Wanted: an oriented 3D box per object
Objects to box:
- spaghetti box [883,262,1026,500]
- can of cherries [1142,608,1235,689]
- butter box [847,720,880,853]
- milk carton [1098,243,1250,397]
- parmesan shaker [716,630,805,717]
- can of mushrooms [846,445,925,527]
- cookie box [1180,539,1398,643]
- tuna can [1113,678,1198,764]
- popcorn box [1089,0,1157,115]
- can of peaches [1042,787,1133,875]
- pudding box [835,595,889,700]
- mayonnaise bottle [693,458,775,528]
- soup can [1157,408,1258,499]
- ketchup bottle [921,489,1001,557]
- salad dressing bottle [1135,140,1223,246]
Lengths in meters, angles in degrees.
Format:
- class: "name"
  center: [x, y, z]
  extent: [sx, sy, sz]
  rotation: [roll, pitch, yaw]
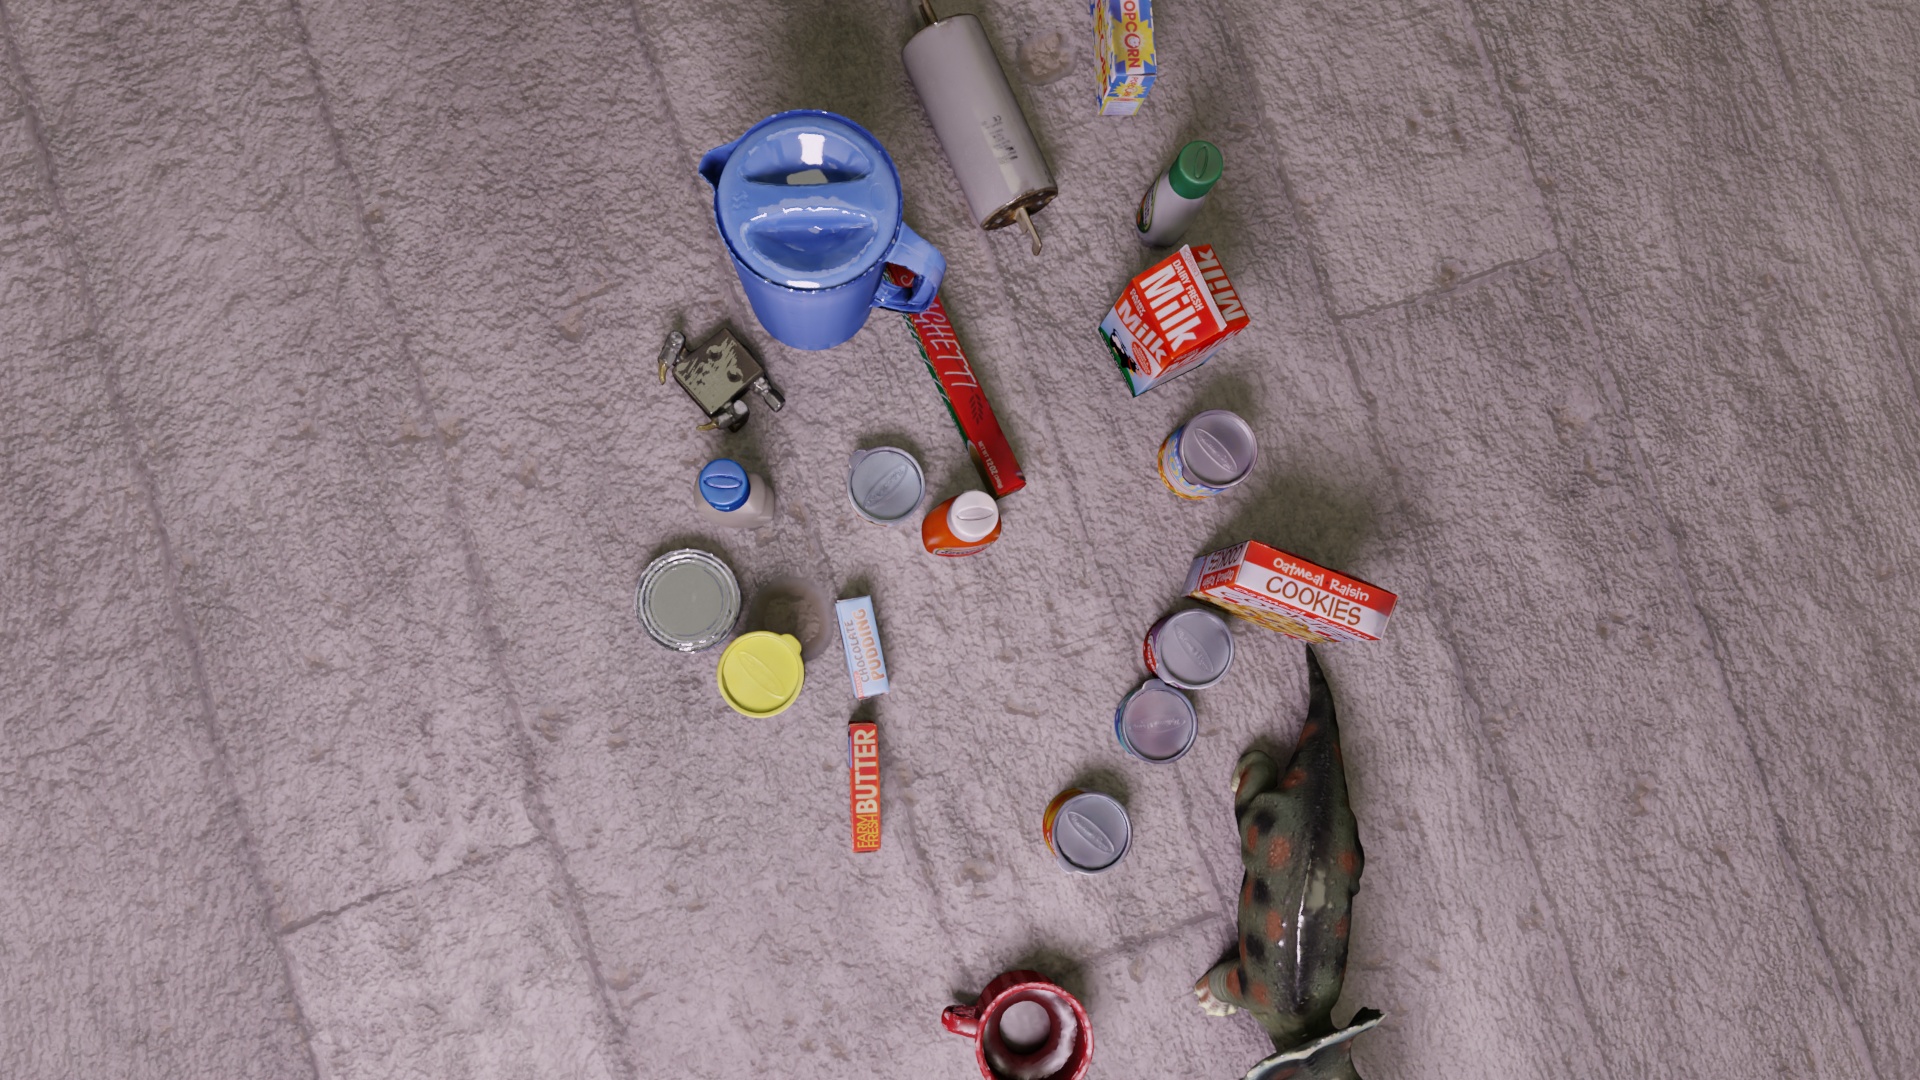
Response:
- class: "spaghetti box"
  center: [-0.012, -0.152, 1.180]
  extent: [0.029, 0.050, 0.250]
  rotation: [-25, 87, -7]
- class: "can of cherries"
  center: [0.188, 0.093, 1.167]
  extent: [0.071, 0.058, 0.071]
  rotation: [1, 84, -5]
- class: "butter box"
  center: [-0.079, 0.200, 1.133]
  extent: [0.024, 0.053, 0.103]
  rotation: [-2, 84, -5]
- class: "milk carton"
  center: [0.175, -0.181, 1.129]
  extent: [0.073, 0.190, 0.072]
  rotation: [-26, 87, -7]
- class: "parmesan shaker"
  center: [-0.155, 0.105, 1.111]
  extent: [0.071, 0.103, 0.071]
  rotation: [1, 84, -5]
- class: "can of mushrooms"
  center: [-0.065, -0.047, 1.172]
  extent: [0.071, 0.033, 0.071]
  rotation: [1, 84, -5]
- class: "cookie box"
  center: [0.261, 0.044, 1.124]
  extent: [0.123, 0.167, 0.040]
  rotation: [20, 83, -3]
- class: "tuna can"
  center: [0.164, 0.152, 1.171]
  extent: [0.071, 0.033, 0.071]
  rotation: [1, 84, -5]
- class: "popcorn box"
  center: [0.140, -0.446, 1.208]
  extent: [0.038, 0.085, 0.126]
  rotation: [-3, 84, -5]
- class: "can of peaches"
  center: [0.102, 0.240, 1.143]
  extent: [0.071, 0.058, 0.071]
  rotation: [1, 84, -5]
- class: "pudding box"
  center: [-0.082, 0.088, 1.147]
  extent: [0.030, 0.049, 0.083]
  rotation: [-12, 85, -6]
- class: "mayonnaise bottle"
  center: [-0.182, -0.037, 1.102]
  extent: [0.065, 0.148, 0.041]
  rotation: [3, 84, -5]
- class: "soup can"
  center: [0.205, -0.069, 1.174]
  extent: [0.071, 0.083, 0.071]
  rotation: [1, 84, -5]
- class: "ketchup bottle"
  center: [0.004, -0.014, 1.116]
  extent: [0.065, 0.148, 0.043]
  rotation: [-7, 85, -6]
- class: "salad dressing bottle"
  center: [0.183, -0.291, 1.164]
  extent: [0.044, 0.147, 0.064]
  rotation: [15, 83, -4]
